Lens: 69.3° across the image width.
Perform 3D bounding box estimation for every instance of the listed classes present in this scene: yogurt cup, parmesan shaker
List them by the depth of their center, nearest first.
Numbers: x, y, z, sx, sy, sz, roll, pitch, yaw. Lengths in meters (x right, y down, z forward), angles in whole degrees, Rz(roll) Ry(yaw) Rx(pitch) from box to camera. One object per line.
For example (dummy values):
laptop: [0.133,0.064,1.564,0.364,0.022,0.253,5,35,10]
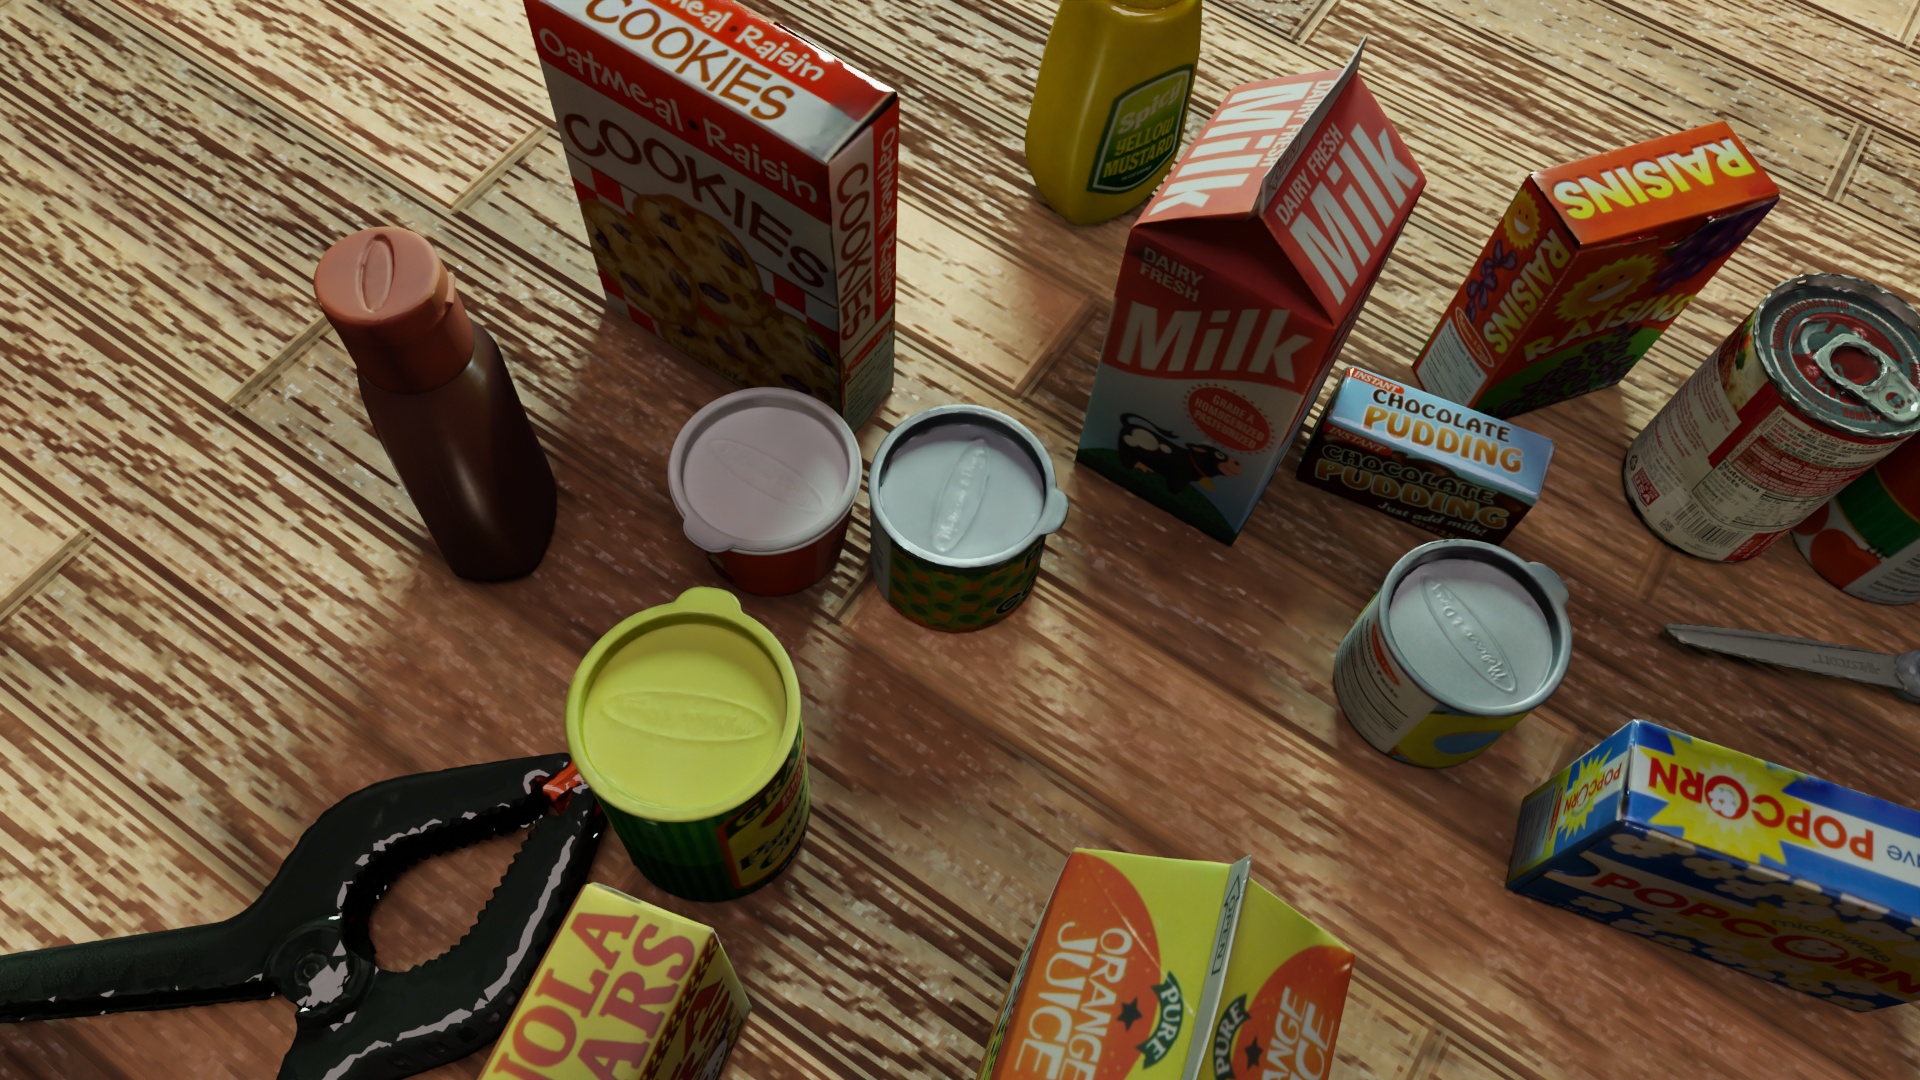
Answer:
parmesan shaker: [-0.081,0.068,0.440,0.071,0.102,0.071,1,63,-3]
yogurt cup: [-0.070,-0.015,0.511,0.072,0.053,0.073,1,63,-3]

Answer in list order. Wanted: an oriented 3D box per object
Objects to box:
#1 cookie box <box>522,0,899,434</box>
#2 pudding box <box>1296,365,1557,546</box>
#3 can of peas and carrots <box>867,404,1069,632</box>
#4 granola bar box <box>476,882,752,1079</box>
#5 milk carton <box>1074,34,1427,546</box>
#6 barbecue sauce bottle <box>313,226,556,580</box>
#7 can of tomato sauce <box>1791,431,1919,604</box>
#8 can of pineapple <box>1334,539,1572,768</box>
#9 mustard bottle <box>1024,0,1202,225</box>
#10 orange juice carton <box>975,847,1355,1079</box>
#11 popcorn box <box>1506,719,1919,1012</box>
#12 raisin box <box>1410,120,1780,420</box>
cookie box: [-0.082,-0.119,0.501,0.123,0.166,0.040,32,65,12]
pudding box: [0.179,-0.031,0.538,0.084,0.049,0.030,23,64,8]
can of peas and carrots: [0.002,-0.006,0.509,0.071,0.058,0.071,1,63,-3]
granola bar box: [-0.113,0.185,0.365,0.039,0.123,0.166,21,63,7]
milk carton: [0.098,-0.082,0.480,0.073,0.189,0.072,30,65,11]
barbecue sauce bottle: [-0.172,-0.044,0.467,0.044,0.148,0.065,-4,63,-6]
can of tomato sauce: [0.369,-0.023,0.527,0.071,0.082,0.071,1,63,-3]
can of pineapple: [0.175,0.041,0.495,0.071,0.057,0.071,1,63,-3]
mustard bottle: [0.065,-0.195,0.555,0.065,0.159,0.049,-29,68,-17]
orange juice carton: [0.045,0.138,0.361,0.073,0.191,0.072,20,63,7]
popcorn box: [0.258,0.108,0.450,0.127,0.085,0.038,19,63,6]
raisin box: [0.238,-0.097,0.535,0.086,0.122,0.040,-16,65,-11]
